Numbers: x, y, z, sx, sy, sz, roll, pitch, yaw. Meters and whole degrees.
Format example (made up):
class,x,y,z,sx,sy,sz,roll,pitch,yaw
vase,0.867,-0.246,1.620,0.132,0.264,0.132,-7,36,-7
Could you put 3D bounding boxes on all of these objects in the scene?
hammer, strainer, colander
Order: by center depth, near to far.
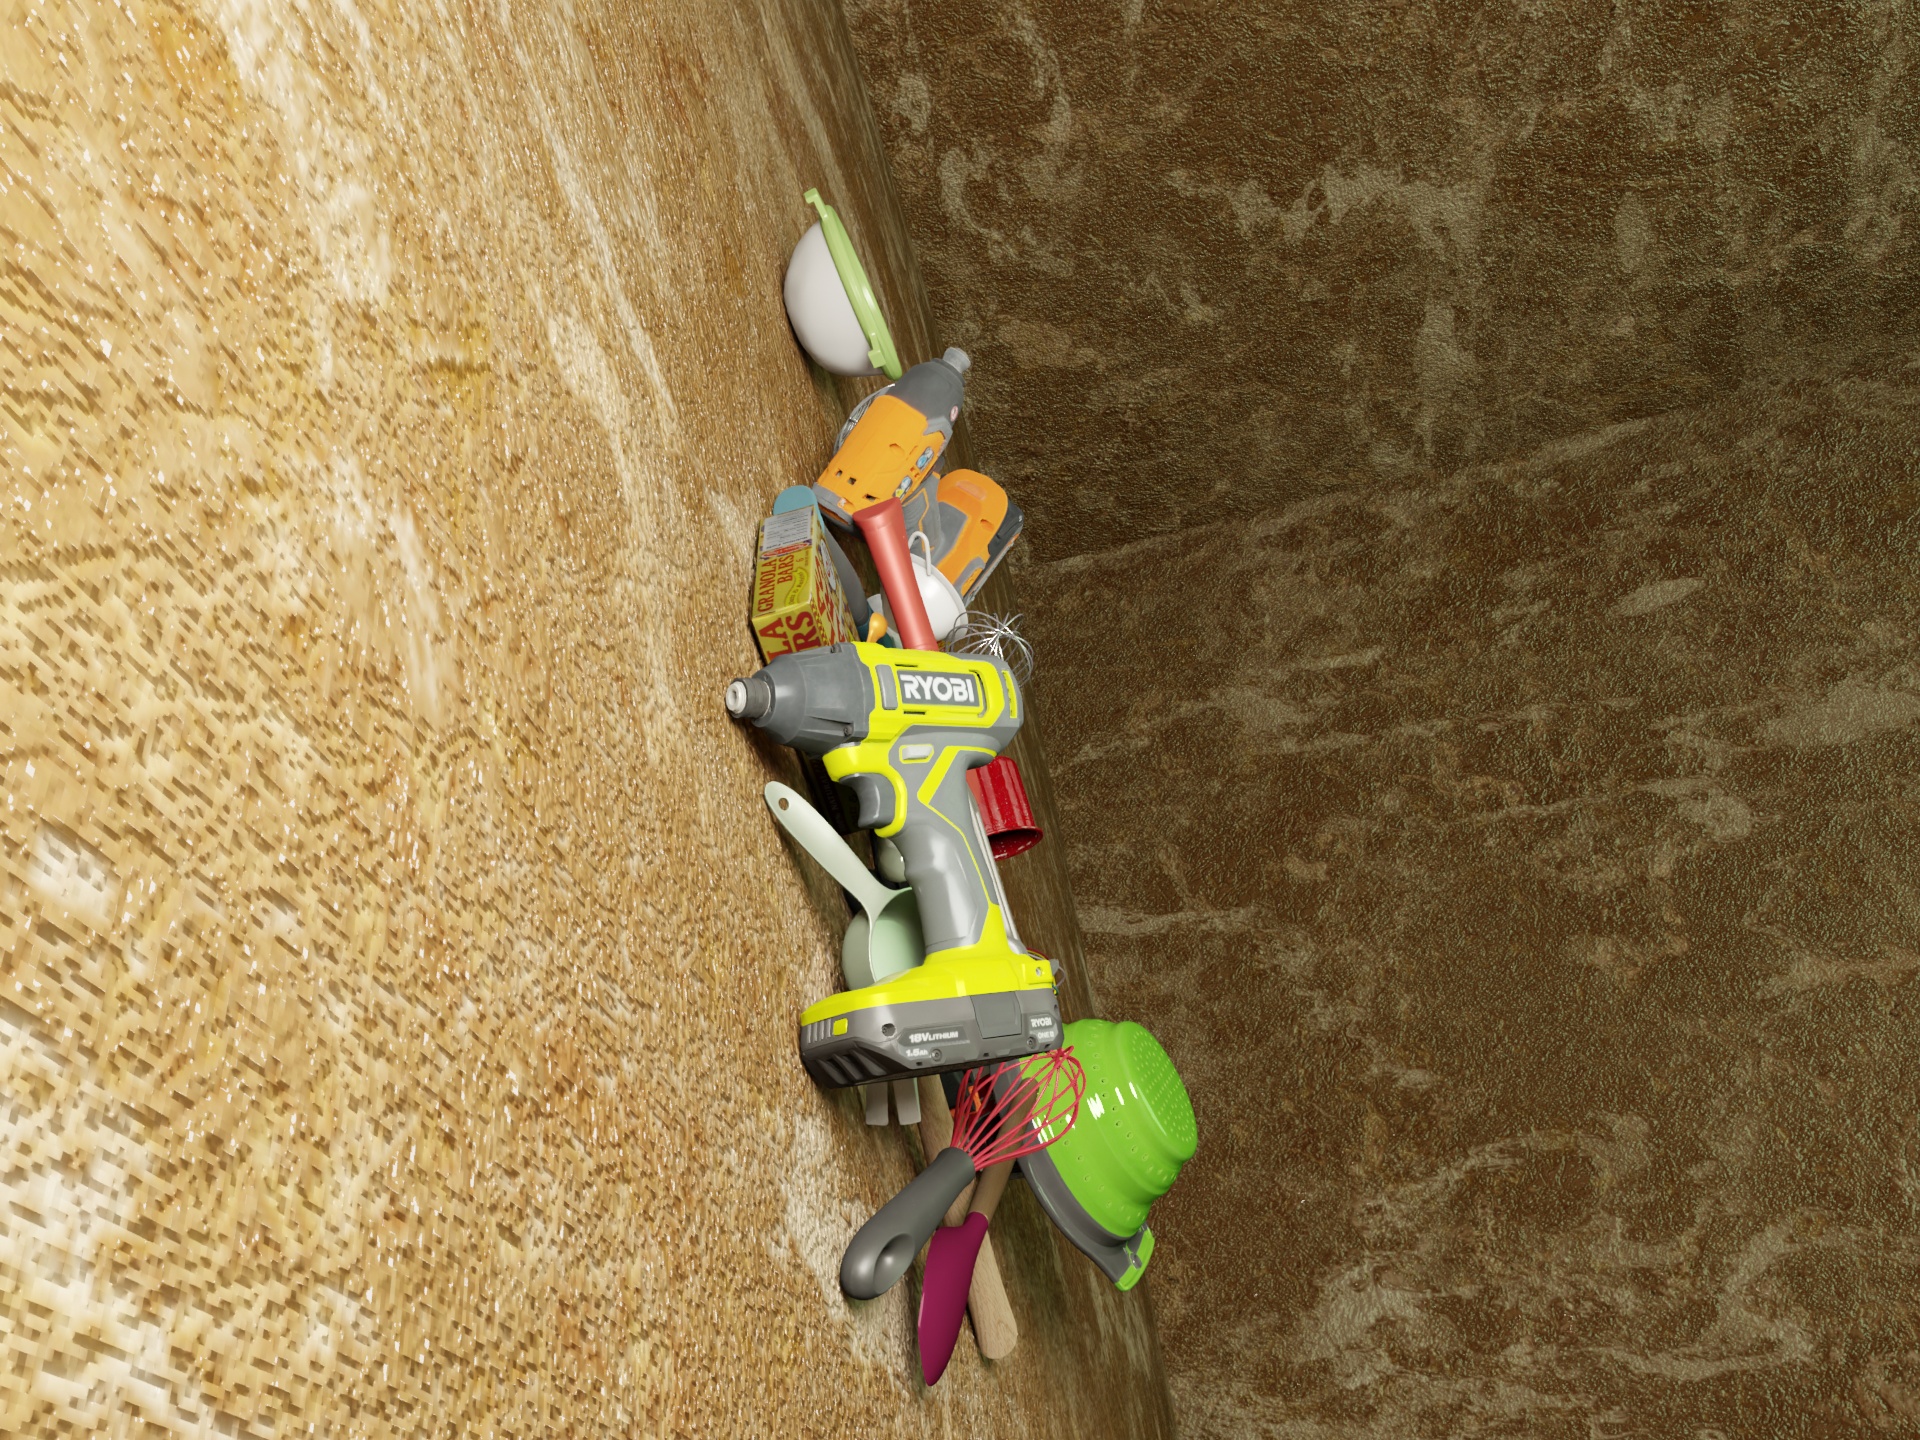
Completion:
class,x,y,z,sx,sy,sz,roll,pitch,yaw
hammer,-0.008,0.282,0.997,0.130,0.031,0.331,-76,156,-58
hammer,-0.006,0.013,1.121,0.149,0.036,0.359,35,36,-75
hammer,-0.081,-0.089,1.189,0.330,0.033,0.128,60,16,-70
colander,0.075,0.223,1.207,0.397,0.094,0.204,61,18,6
strainer,-0.026,-0.050,1.262,0.050,0.087,0.258,-50,153,-22
strainer,-0.103,-0.342,1.365,0.256,0.069,0.151,-9,77,-86

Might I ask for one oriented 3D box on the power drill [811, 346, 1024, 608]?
class,x,y,z,sx,sy,sz,roll,pitch,yaw
power drill,-0.023,-0.188,1.271,0.084,0.164,0.226,33,-6,24

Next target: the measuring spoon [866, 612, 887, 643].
class,x,y,z,sx,sy,sz,roll,pitch,yaw
measuring spoon,-0.066,-0.024,1.125,0.021,0.011,0.117,64,32,-60

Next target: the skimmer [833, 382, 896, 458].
class,x,y,z,sx,sy,sz,roll,pitch,yaw
skimmer,-0.041,-0.155,1.440,0.362,0.090,0.127,73,34,-52

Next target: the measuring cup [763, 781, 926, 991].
class,x,y,z,sx,sy,sz,roll,pitch,yaw
measuring cup,-0.059,0.099,0.869,0.167,0.038,0.083,50,51,-15

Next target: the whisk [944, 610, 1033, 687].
class,x,y,z,sx,sy,sz,roll,pitch,yaw
whisk,-0.001,-0.003,1.259,0.284,0.070,0.070,117,-34,-60

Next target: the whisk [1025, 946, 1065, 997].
class,x,y,z,sx,sy,sz,roll,pitch,yaw
whisk,0.031,0.197,1.393,0.047,0.051,0.244,-59,141,-14

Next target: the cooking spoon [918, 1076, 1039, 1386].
class,x,y,z,sx,sy,sz,roll,pitch,yaw
cooking spoon,0.016,0.295,0.978,0.319,0.017,0.068,-48,131,-72

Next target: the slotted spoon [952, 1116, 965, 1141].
class,x,y,z,sx,sy,sz,roll,pitch,yaw
slotted spoon,0.001,0.256,1.235,0.314,0.031,0.070,-78,156,-73

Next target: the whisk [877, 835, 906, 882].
class,x,y,z,sx,sy,sz,roll,pitch,yaw
whisk,-0.045,0.043,1.078,0.246,0.057,0.059,-99,-152,-67

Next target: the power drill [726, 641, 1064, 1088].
class,x,y,z,sx,sy,sz,roll,pitch,yaw
power drill,-0.033,0.070,0.826,0.171,0.080,0.223,2,71,-38

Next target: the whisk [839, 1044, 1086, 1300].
class,x,y,z,sx,sy,sz,roll,pitch,yaw
whisk,0.004,0.239,0.884,0.296,0.073,0.073,-26,104,-65
